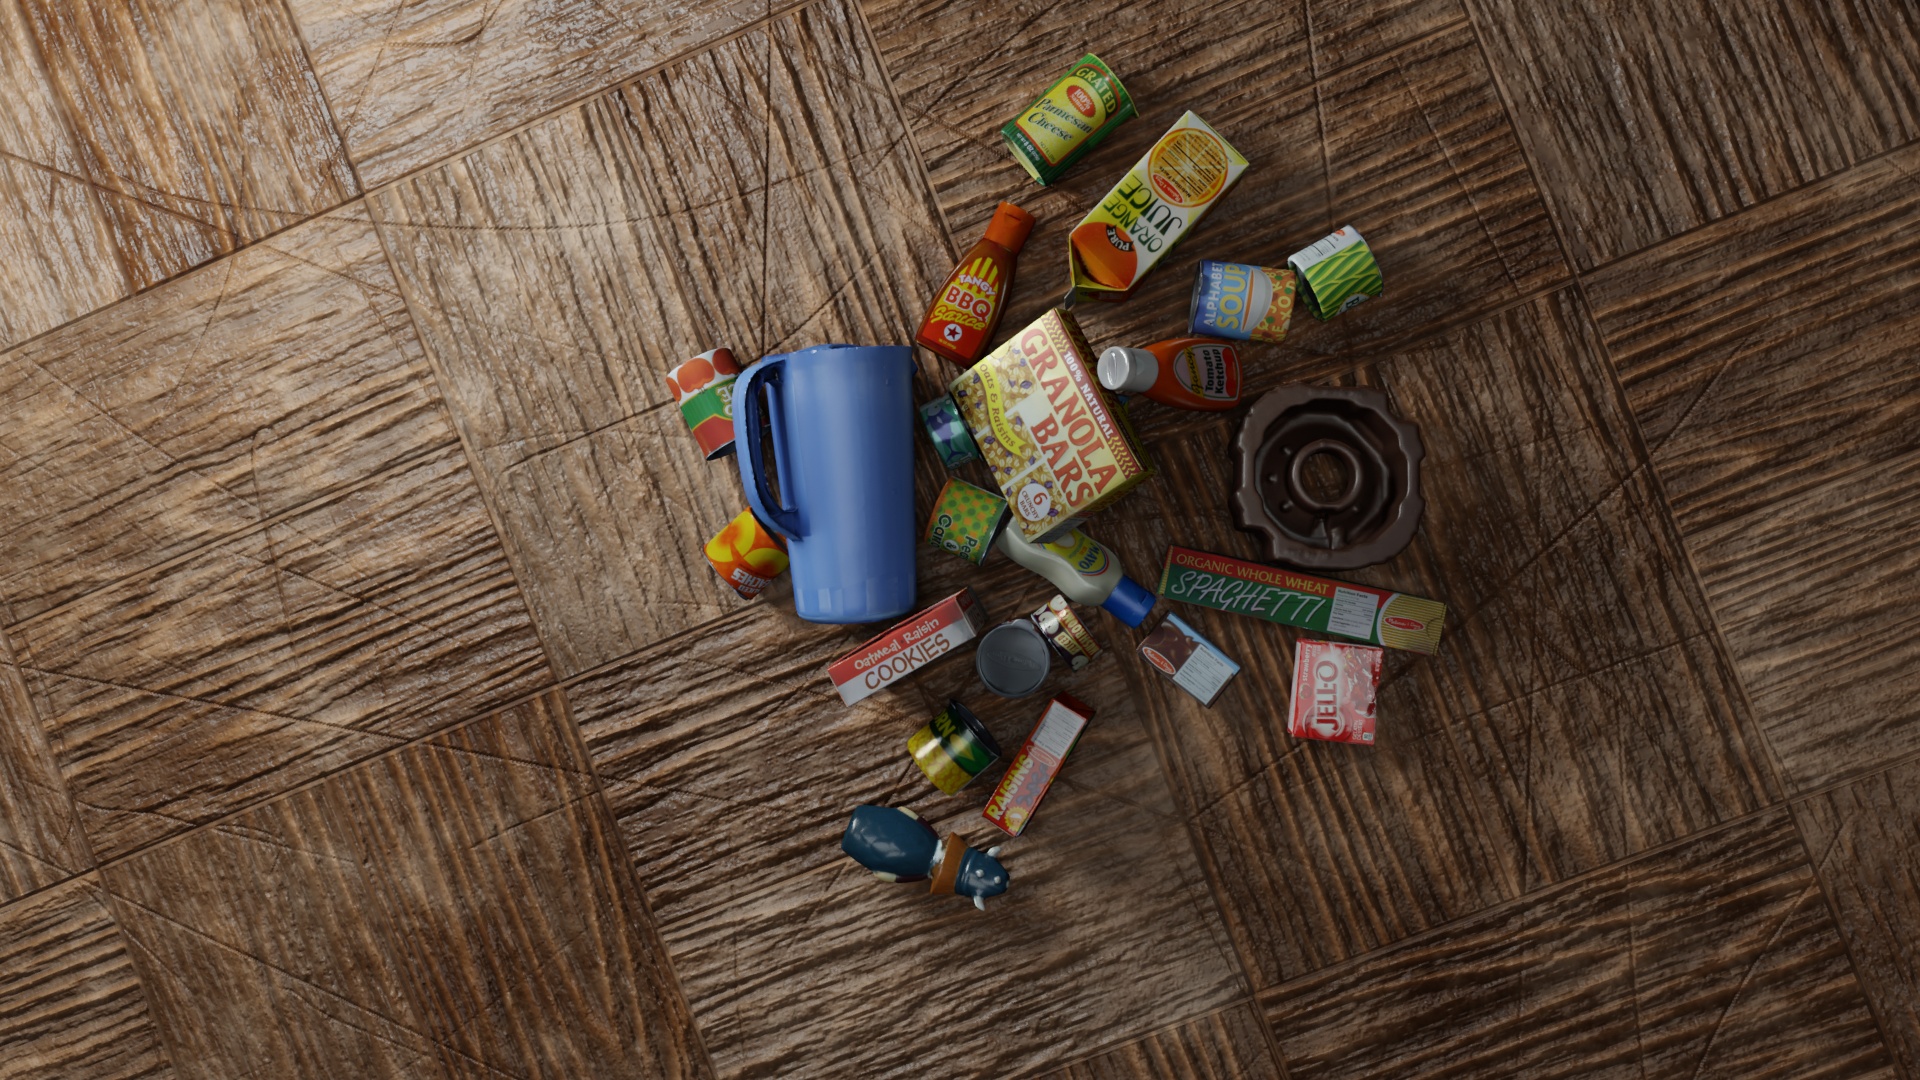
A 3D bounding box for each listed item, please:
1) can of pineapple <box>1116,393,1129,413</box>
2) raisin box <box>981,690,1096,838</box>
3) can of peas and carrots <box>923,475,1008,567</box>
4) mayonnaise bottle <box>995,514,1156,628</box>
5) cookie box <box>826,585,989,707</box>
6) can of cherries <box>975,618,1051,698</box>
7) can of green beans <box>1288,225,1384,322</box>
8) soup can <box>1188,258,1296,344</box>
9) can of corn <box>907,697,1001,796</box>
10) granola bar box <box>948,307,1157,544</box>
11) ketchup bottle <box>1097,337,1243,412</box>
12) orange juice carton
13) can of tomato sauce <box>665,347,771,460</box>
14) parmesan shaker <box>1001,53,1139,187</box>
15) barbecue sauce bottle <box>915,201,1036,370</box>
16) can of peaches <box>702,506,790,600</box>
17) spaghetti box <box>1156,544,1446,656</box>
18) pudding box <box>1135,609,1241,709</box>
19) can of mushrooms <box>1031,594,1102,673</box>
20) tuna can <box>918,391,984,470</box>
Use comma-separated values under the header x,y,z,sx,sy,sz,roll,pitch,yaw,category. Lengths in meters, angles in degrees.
x,y,z,sx,sy,sz,roll,pitch,yaw,category
0.115,-0.102,1.234,0.071,0.071,0.058,3,92,5,can of pineapple
0.071,0.198,1.236,0.040,0.086,0.123,32,93,9,raisin box
0.004,-0.016,1.245,0.059,0.071,0.071,23,93,4,can of peas and carrots
0.106,0.022,1.244,0.148,0.041,0.065,36,51,1,mayonnaise bottle
-0.042,0.088,1.202,0.123,0.167,0.040,-30,89,5,cookie box
0.050,0.103,1.250,0.071,0.058,0.071,0,91,6,can of cherries
0.328,-0.233,1.216,0.058,0.071,0.071,-28,89,5,can of green beans
0.247,-0.210,1.221,0.084,0.071,0.071,8,92,4,soup can
-0.007,0.186,1.252,0.058,0.071,0.071,-41,88,5,can of corn
0.077,-0.098,1.196,0.124,0.039,0.166,-34,73,27,granola bar box
0.181,-0.144,1.197,0.043,0.149,0.064,-8,85,49,ketchup bottle
0.159,-0.278,1.226,0.073,0.072,0.192,44,94,2,orange juice carton
-0.218,-0.125,1.261,0.071,0.071,0.083,-28,89,5,can of tomato sauce
0.097,-0.369,1.232,0.103,0.071,0.071,-40,88,5,parmesan shaker
0.019,-0.231,1.252,0.065,0.043,0.148,28,93,5,barbecue sauce bottle
-0.190,0.012,1.262,0.058,0.071,0.071,-42,88,4,can of peaches
0.303,0.052,1.243,0.250,0.029,0.050,12,92,4,spaghetti box
0.205,0.106,1.252,0.084,0.030,0.049,38,95,3,pudding box
0.096,0.083,1.240,0.033,0.071,0.071,-37,89,3,can of mushrooms
-0.008,-0.095,1.246,0.033,0.071,0.071,-26,89,6,tuna can
